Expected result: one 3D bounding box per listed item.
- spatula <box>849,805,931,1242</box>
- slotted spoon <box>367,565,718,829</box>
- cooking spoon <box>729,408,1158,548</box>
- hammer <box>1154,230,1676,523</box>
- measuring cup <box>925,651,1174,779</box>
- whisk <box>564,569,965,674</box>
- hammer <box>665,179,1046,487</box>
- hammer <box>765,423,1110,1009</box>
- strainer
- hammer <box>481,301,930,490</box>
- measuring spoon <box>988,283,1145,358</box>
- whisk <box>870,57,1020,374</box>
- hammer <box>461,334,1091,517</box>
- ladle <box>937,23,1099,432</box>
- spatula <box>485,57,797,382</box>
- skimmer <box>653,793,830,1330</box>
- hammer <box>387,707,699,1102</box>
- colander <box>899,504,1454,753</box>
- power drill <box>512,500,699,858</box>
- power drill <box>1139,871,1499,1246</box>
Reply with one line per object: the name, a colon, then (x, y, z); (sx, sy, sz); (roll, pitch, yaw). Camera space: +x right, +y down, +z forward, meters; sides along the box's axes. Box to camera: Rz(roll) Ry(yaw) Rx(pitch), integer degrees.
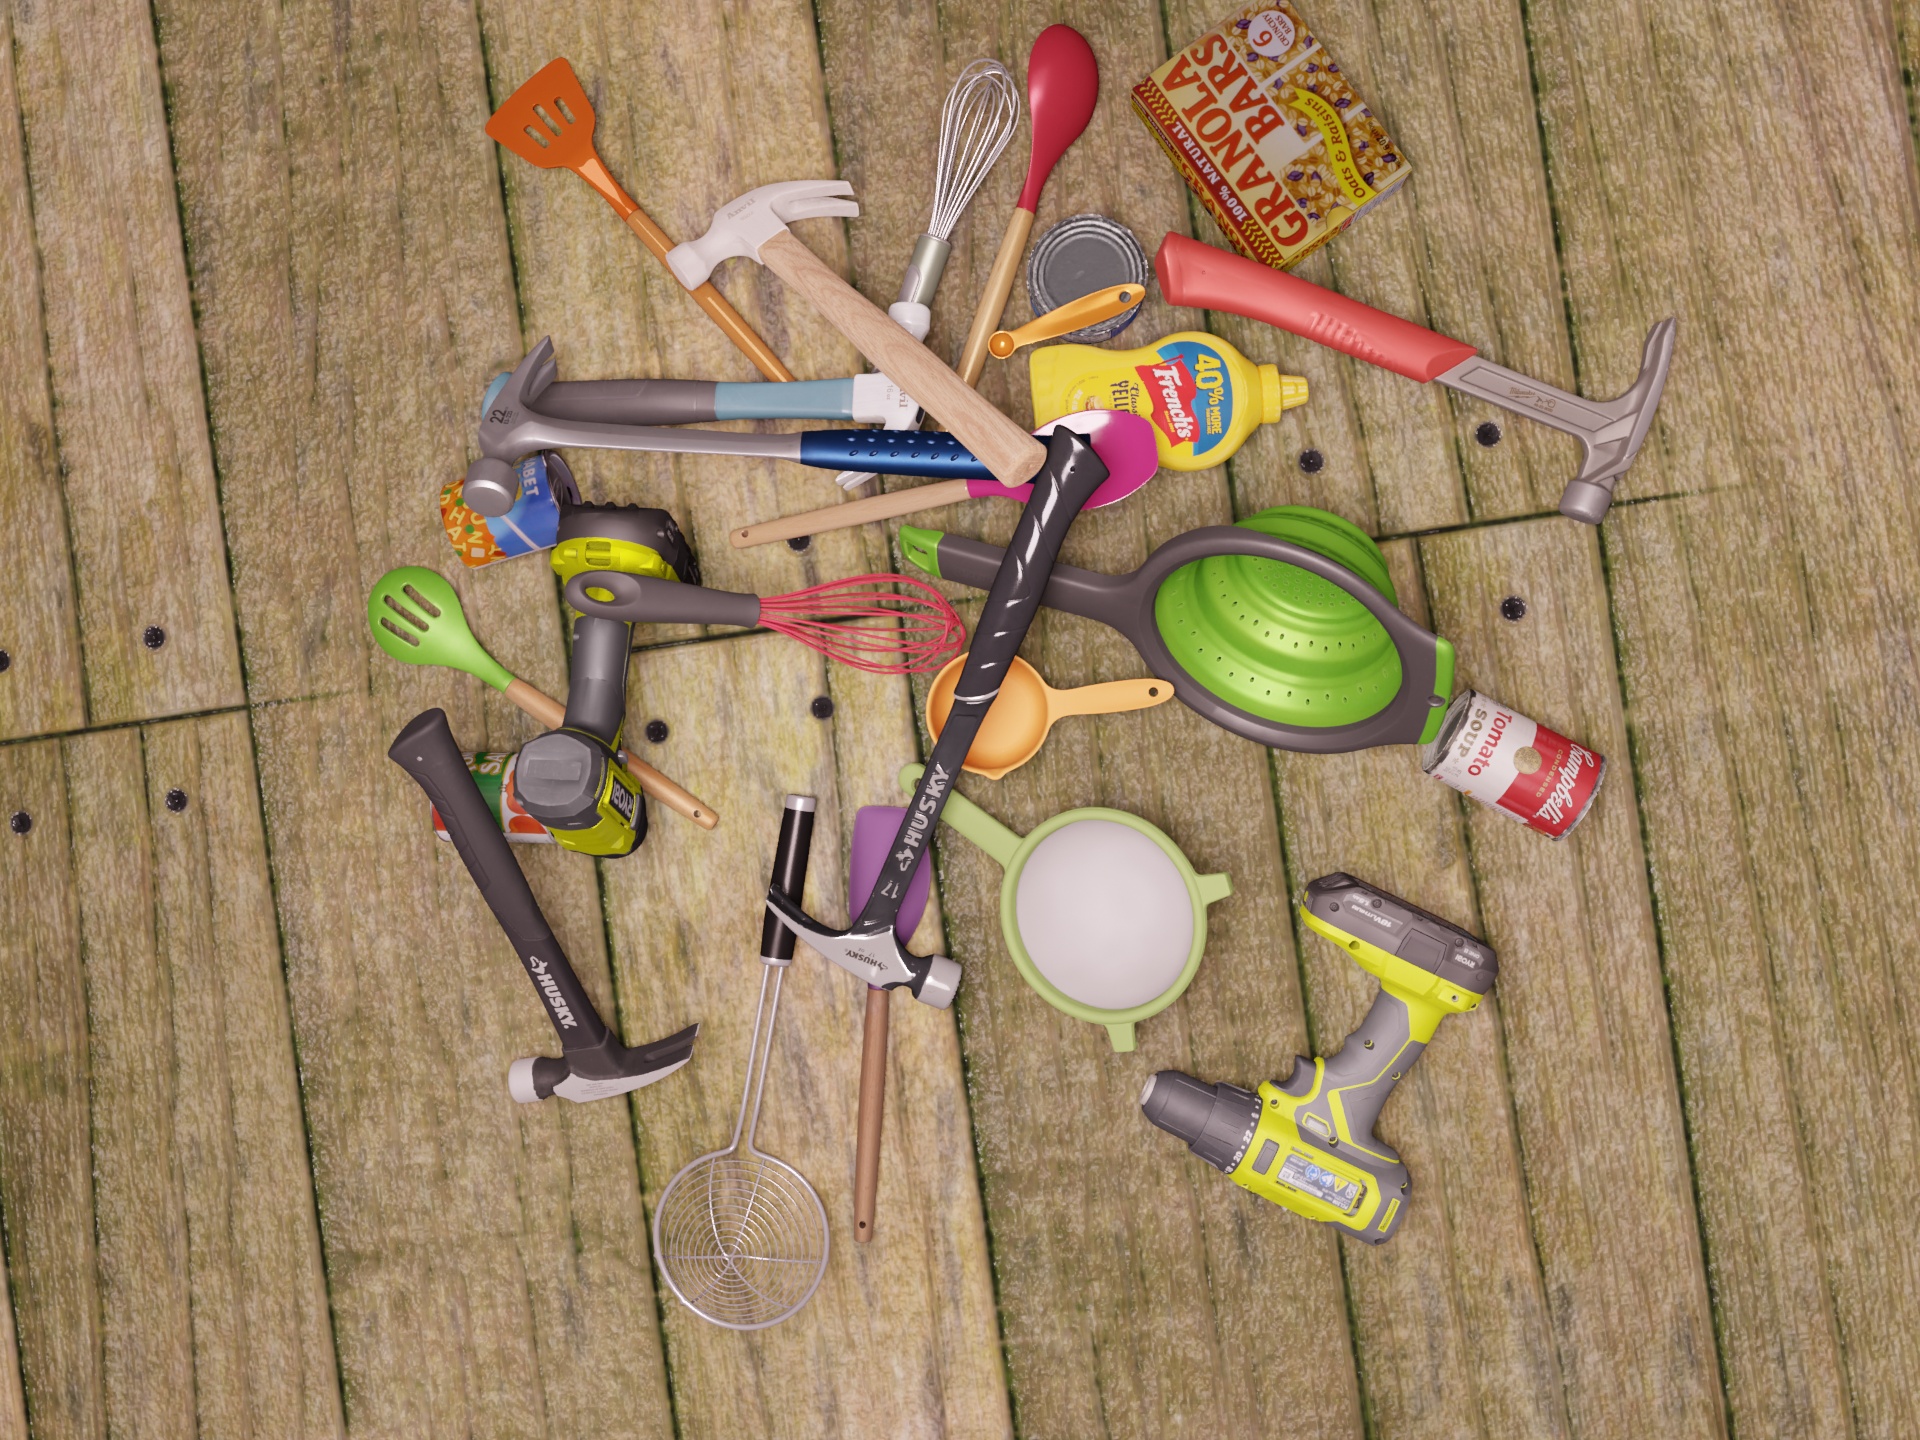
spatula: (-0.059, 0.220, 1.155); (0.060, 0.018, 0.316); (4, 89, 4)
slotted spoon: (-0.309, -0.013, 1.171); (0.314, 0.031, 0.070); (34, 92, 2)
cooking spoon: (-0.018, -0.159, 1.117); (0.319, 0.017, 0.069); (-10, 82, 17)
hammer: (0.307, -0.266, 1.094); (0.359, 0.037, 0.149); (20, 92, -4)
measuring cup: (0.063, -0.011, 1.129); (0.173, 0.052, 0.095); (-7, 90, 3)
whisk: (-0.123, -0.072, 1.071); (0.295, 0.073, 0.073); (4, 91, -33)
hammer: (-0.058, -0.264, 1.072); (0.130, 0.031, 0.332); (-40, 62, -10)
hammer: (-0.002, -0.003, 1.070); (0.149, 0.036, 0.409); (22, 106, -3)
strainer: (0.068, 0.103, 1.130); (0.256, 0.069, 0.151); (35, 110, 21)
hammer: (-0.185, -0.230, 1.139); (0.331, 0.033, 0.128); (1, 86, 11)
measuring spoon: (0.074, -0.280, 1.115); (0.117, 0.011, 0.021); (-21, 88, 1)
whisk: (-0.016, -0.351, 1.138); (0.058, 0.059, 0.246); (26, 98, 45)
hammer: (-0.116, -0.188, 1.065); (0.405, 0.035, 0.144); (3, 55, 1)
ladle: (0.036, -0.339, 1.136); (0.031, 0.069, 0.315); (26, 99, 47)
spatula: (-0.221, -0.350, 1.166); (0.081, 0.041, 0.322); (-42, 91, 2)
skimmer: (-0.133, 0.235, 1.125); (0.127, 0.090, 0.363); (9, 89, -19)
hammer: (-0.292, 0.132, 1.074); (0.146, 0.035, 0.334); (-10, 123, 11)
colander: (0.150, -0.100, 1.100); (0.397, 0.204, 0.094); (17, 57, 20)
power drill: (-0.240, -0.021, 1.091); (0.080, 0.171, 0.223); (4, 72, 5)
power drill: (0.250, 0.226, 1.103); (0.190, 0.080, 0.228); (25, 95, 4)
